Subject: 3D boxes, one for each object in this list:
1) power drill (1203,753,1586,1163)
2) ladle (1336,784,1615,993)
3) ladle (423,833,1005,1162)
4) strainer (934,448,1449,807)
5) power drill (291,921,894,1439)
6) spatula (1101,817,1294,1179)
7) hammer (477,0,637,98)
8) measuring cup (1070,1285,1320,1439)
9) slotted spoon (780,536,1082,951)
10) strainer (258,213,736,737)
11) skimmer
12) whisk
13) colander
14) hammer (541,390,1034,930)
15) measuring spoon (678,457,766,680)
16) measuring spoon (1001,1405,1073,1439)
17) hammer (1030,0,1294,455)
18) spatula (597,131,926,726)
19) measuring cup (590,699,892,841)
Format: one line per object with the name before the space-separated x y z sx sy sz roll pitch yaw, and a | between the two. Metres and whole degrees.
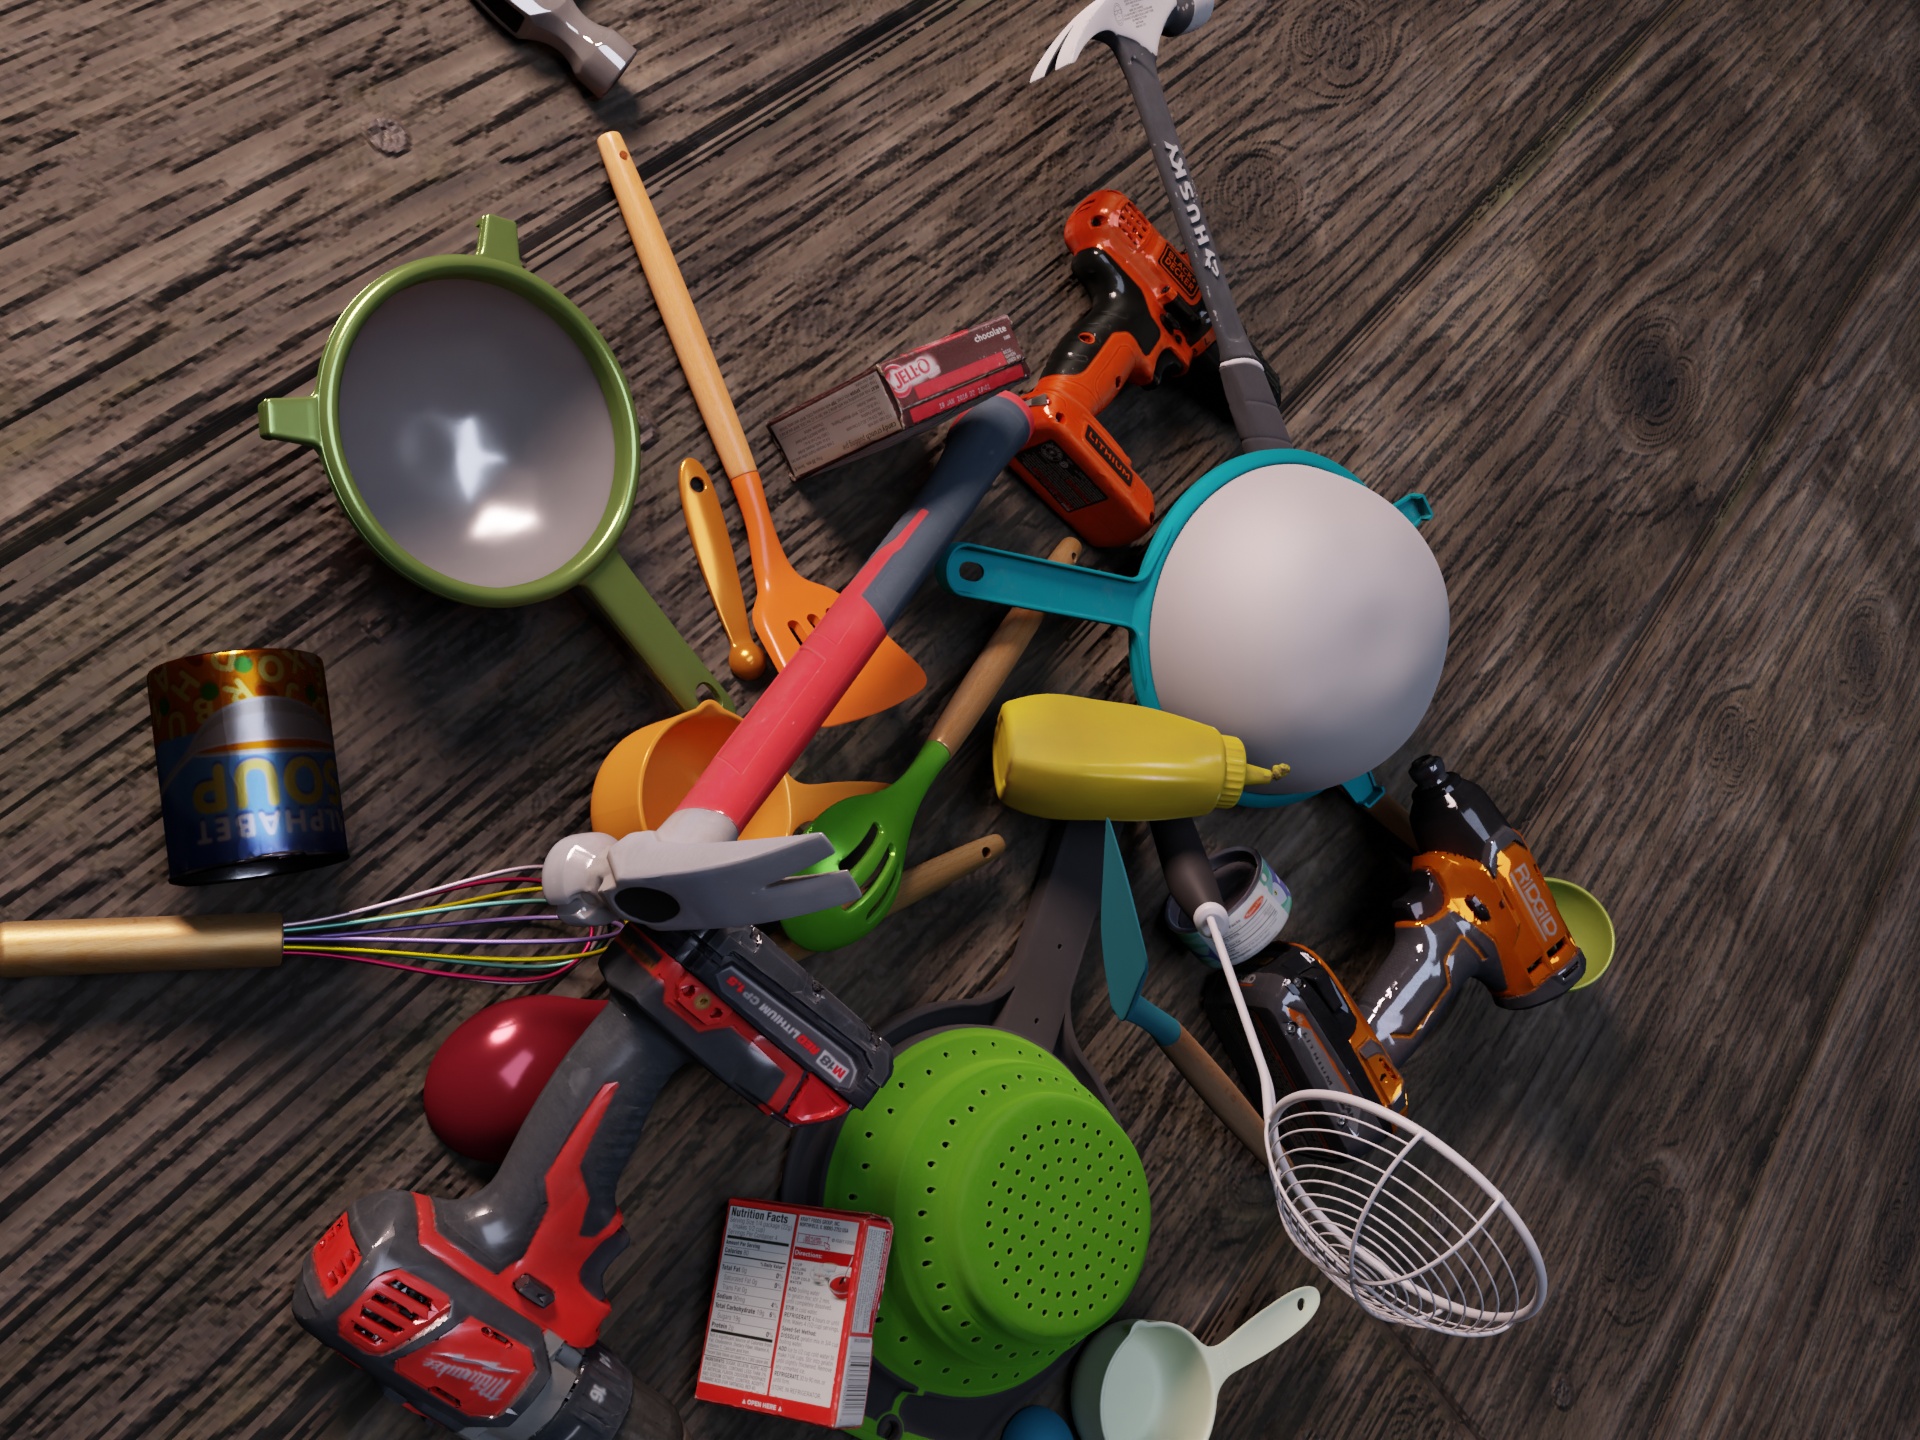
power drill | 0.255 0.133 0.934 0.226 0.084 0.164 -32 97 -25
ladle | 0.295 0.070 1.012 0.320 0.062 0.078 38 69 -18
ladle | -0.098 0.116 0.750 0.315 0.031 0.069 -23 97 -35
strainer | 0.152 -0.056 0.868 0.340 0.095 0.211 8 93 -31
power drill | -0.130 0.201 0.660 0.227 0.080 0.187 -50 117 -13
spatula | 0.125 0.168 0.810 0.317 0.044 0.082 51 19 -43
hammer | -0.164 -0.484 0.852 0.130 0.031 0.331 37 61 -22
measuring cup | 0.126 0.339 0.846 0.167 0.038 0.083 -15 87 -37
slotted spoon | -0.001 -0.003 0.823 0.314 0.031 0.070 -56 134 -40
strainer | -0.195 -0.086 0.727 0.256 0.069 0.151 55 53 -30
skimmer | 0.166 0.131 0.773 0.090 0.364 0.127 -16 125 3
whisk | -0.257 0.088 0.654 0.244 0.051 0.047 2 57 -29
colander | 0.049 0.166 0.799 0.204 0.094 0.397 32 63 -24
hammer | -0.033 -0.050 0.729 0.038 0.143 0.386 62 39 -28
measuring spoon | -0.119 -0.077 0.796 0.021 0.011 0.117 -15 87 -35
measuring spoon | 0.017 0.391 0.768 0.042 0.021 0.129 53 56 -12
hammer | 0.157 -0.224 0.934 0.149 0.036 0.408 -34 109 -39
spatula | -0.113 -0.149 0.800 0.081 0.041 0.322 -22 90 -41
measuring cup | -0.099 0.043 0.763 0.173 0.052 0.095 3 77 -49
